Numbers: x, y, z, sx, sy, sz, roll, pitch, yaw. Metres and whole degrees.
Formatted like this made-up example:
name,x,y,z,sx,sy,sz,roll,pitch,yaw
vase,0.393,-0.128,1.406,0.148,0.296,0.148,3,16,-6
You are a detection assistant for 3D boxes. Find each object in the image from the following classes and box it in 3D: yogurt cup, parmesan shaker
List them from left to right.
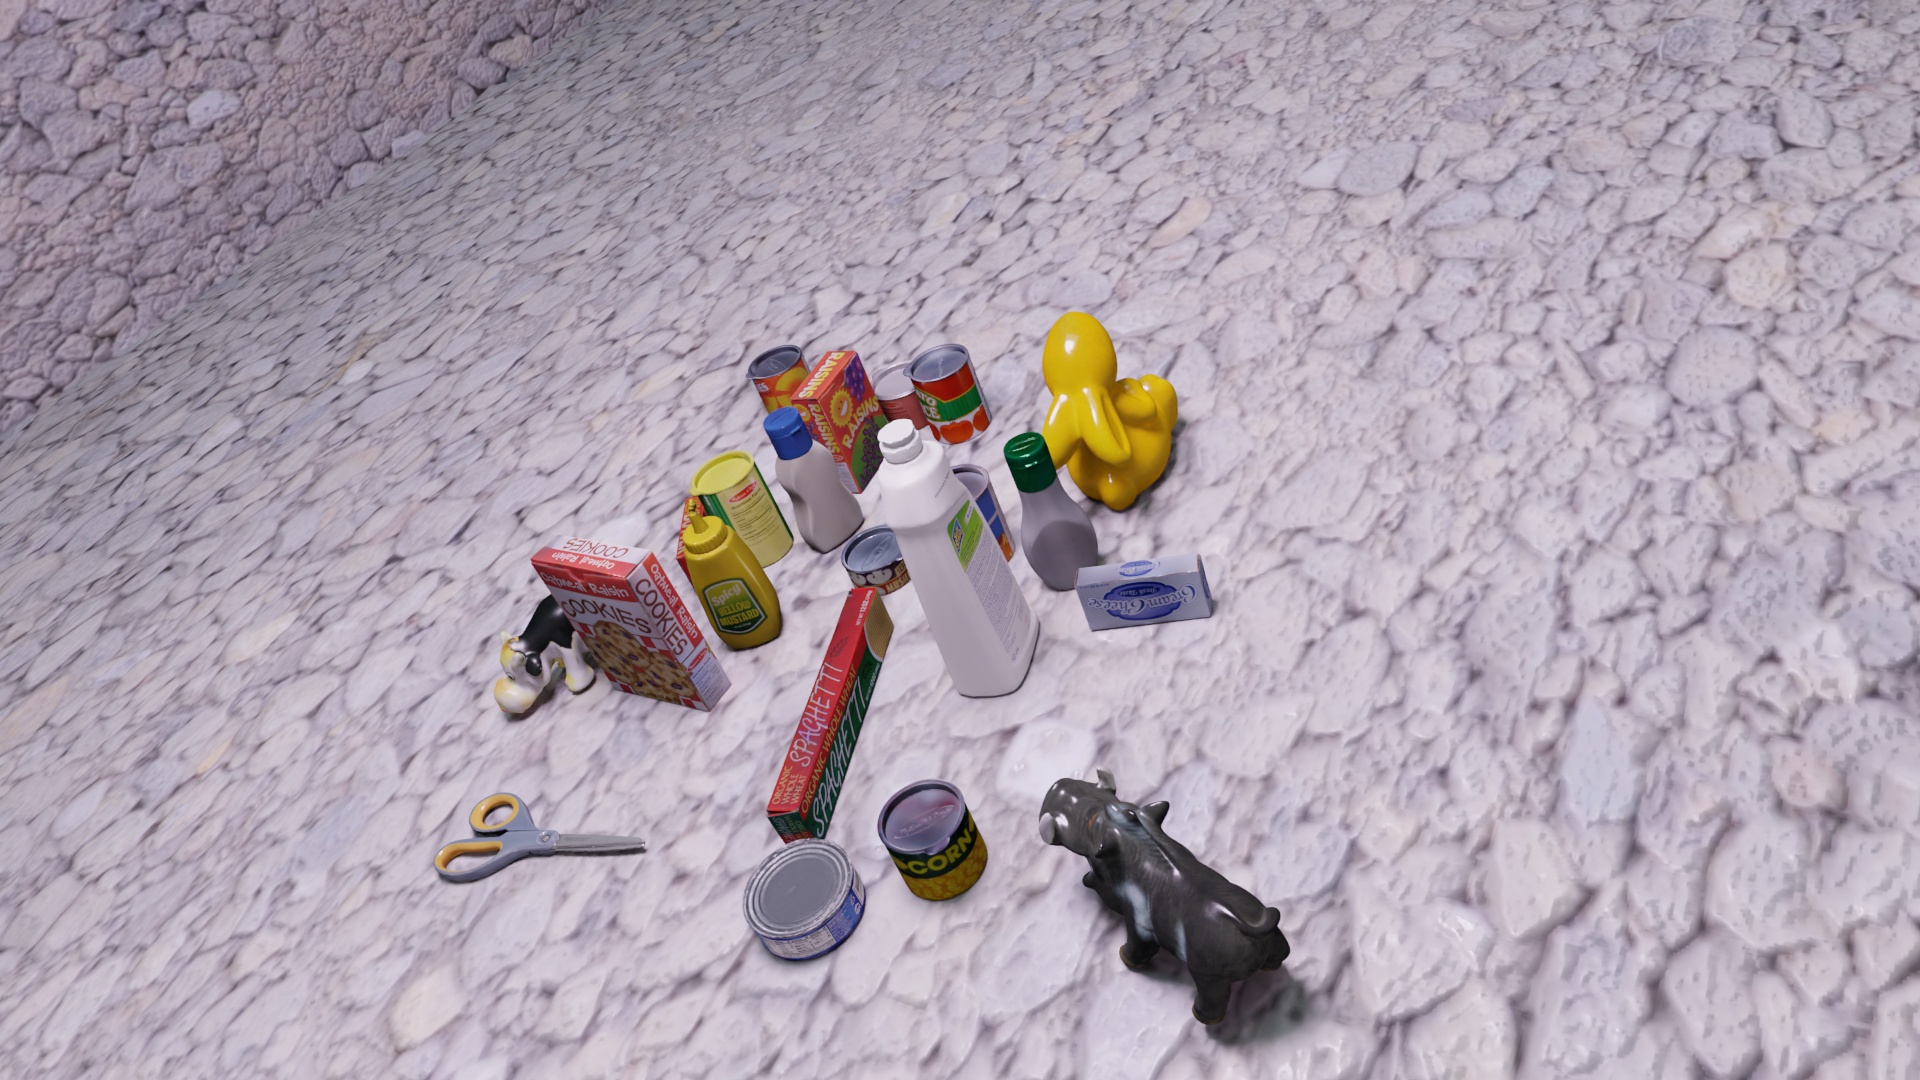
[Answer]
name,x,y,z,sx,sy,sz,roll,pitch,yaw
parmesan shaker,-0.217,-0.028,1.374,0.071,0.102,0.072,-14,37,11
yogurt cup,-0.058,-0.153,1.491,0.072,0.053,0.073,-14,37,11

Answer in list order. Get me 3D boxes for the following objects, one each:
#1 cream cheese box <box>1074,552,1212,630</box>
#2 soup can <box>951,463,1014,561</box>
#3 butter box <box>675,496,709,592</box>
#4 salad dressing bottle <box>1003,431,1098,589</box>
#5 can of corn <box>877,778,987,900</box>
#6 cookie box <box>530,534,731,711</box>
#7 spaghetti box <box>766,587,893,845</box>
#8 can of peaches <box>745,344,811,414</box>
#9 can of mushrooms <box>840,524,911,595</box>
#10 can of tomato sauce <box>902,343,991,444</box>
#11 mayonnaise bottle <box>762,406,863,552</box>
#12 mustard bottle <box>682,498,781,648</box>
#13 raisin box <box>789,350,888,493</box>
name,x,y,z,sx,sy,sz,roll,pitch,yaw
cream cheese box,0.151,0.043,1.139,0.104,0.053,0.024,-8,39,18
soup can,0.005,-0.016,1.262,0.071,0.083,0.072,-14,37,11
butter box,-0.261,0.003,1.400,0.024,0.053,0.104,-17,37,8
salad dressing bottle,0.075,-0.025,1.183,0.064,0.147,0.044,-21,36,2
can of corn,-0.019,0.218,1.001,0.071,0.058,0.071,-14,37,11
cookie box,-0.291,0.074,1.231,0.123,0.166,0.040,7,46,34
spaghetti box,-0.103,0.141,1.148,0.028,0.050,0.251,-7,39,21
can of peaches,-0.205,-0.182,1.601,0.071,0.057,0.071,-14,37,11
can of mushrooms,-0.074,0.019,1.300,0.071,0.033,0.071,-14,37,11
can of tomato sauce,-0.012,-0.151,1.441,0.071,0.082,0.071,-14,37,11
mayonnaise bottle,-0.146,-0.061,1.342,0.065,0.147,0.041,-42,40,-24
mustard bottle,-0.215,0.028,1.256,0.065,0.159,0.049,-18,36,6
raisin box,-0.119,-0.121,1.424,0.040,0.123,0.086,3,43,31
